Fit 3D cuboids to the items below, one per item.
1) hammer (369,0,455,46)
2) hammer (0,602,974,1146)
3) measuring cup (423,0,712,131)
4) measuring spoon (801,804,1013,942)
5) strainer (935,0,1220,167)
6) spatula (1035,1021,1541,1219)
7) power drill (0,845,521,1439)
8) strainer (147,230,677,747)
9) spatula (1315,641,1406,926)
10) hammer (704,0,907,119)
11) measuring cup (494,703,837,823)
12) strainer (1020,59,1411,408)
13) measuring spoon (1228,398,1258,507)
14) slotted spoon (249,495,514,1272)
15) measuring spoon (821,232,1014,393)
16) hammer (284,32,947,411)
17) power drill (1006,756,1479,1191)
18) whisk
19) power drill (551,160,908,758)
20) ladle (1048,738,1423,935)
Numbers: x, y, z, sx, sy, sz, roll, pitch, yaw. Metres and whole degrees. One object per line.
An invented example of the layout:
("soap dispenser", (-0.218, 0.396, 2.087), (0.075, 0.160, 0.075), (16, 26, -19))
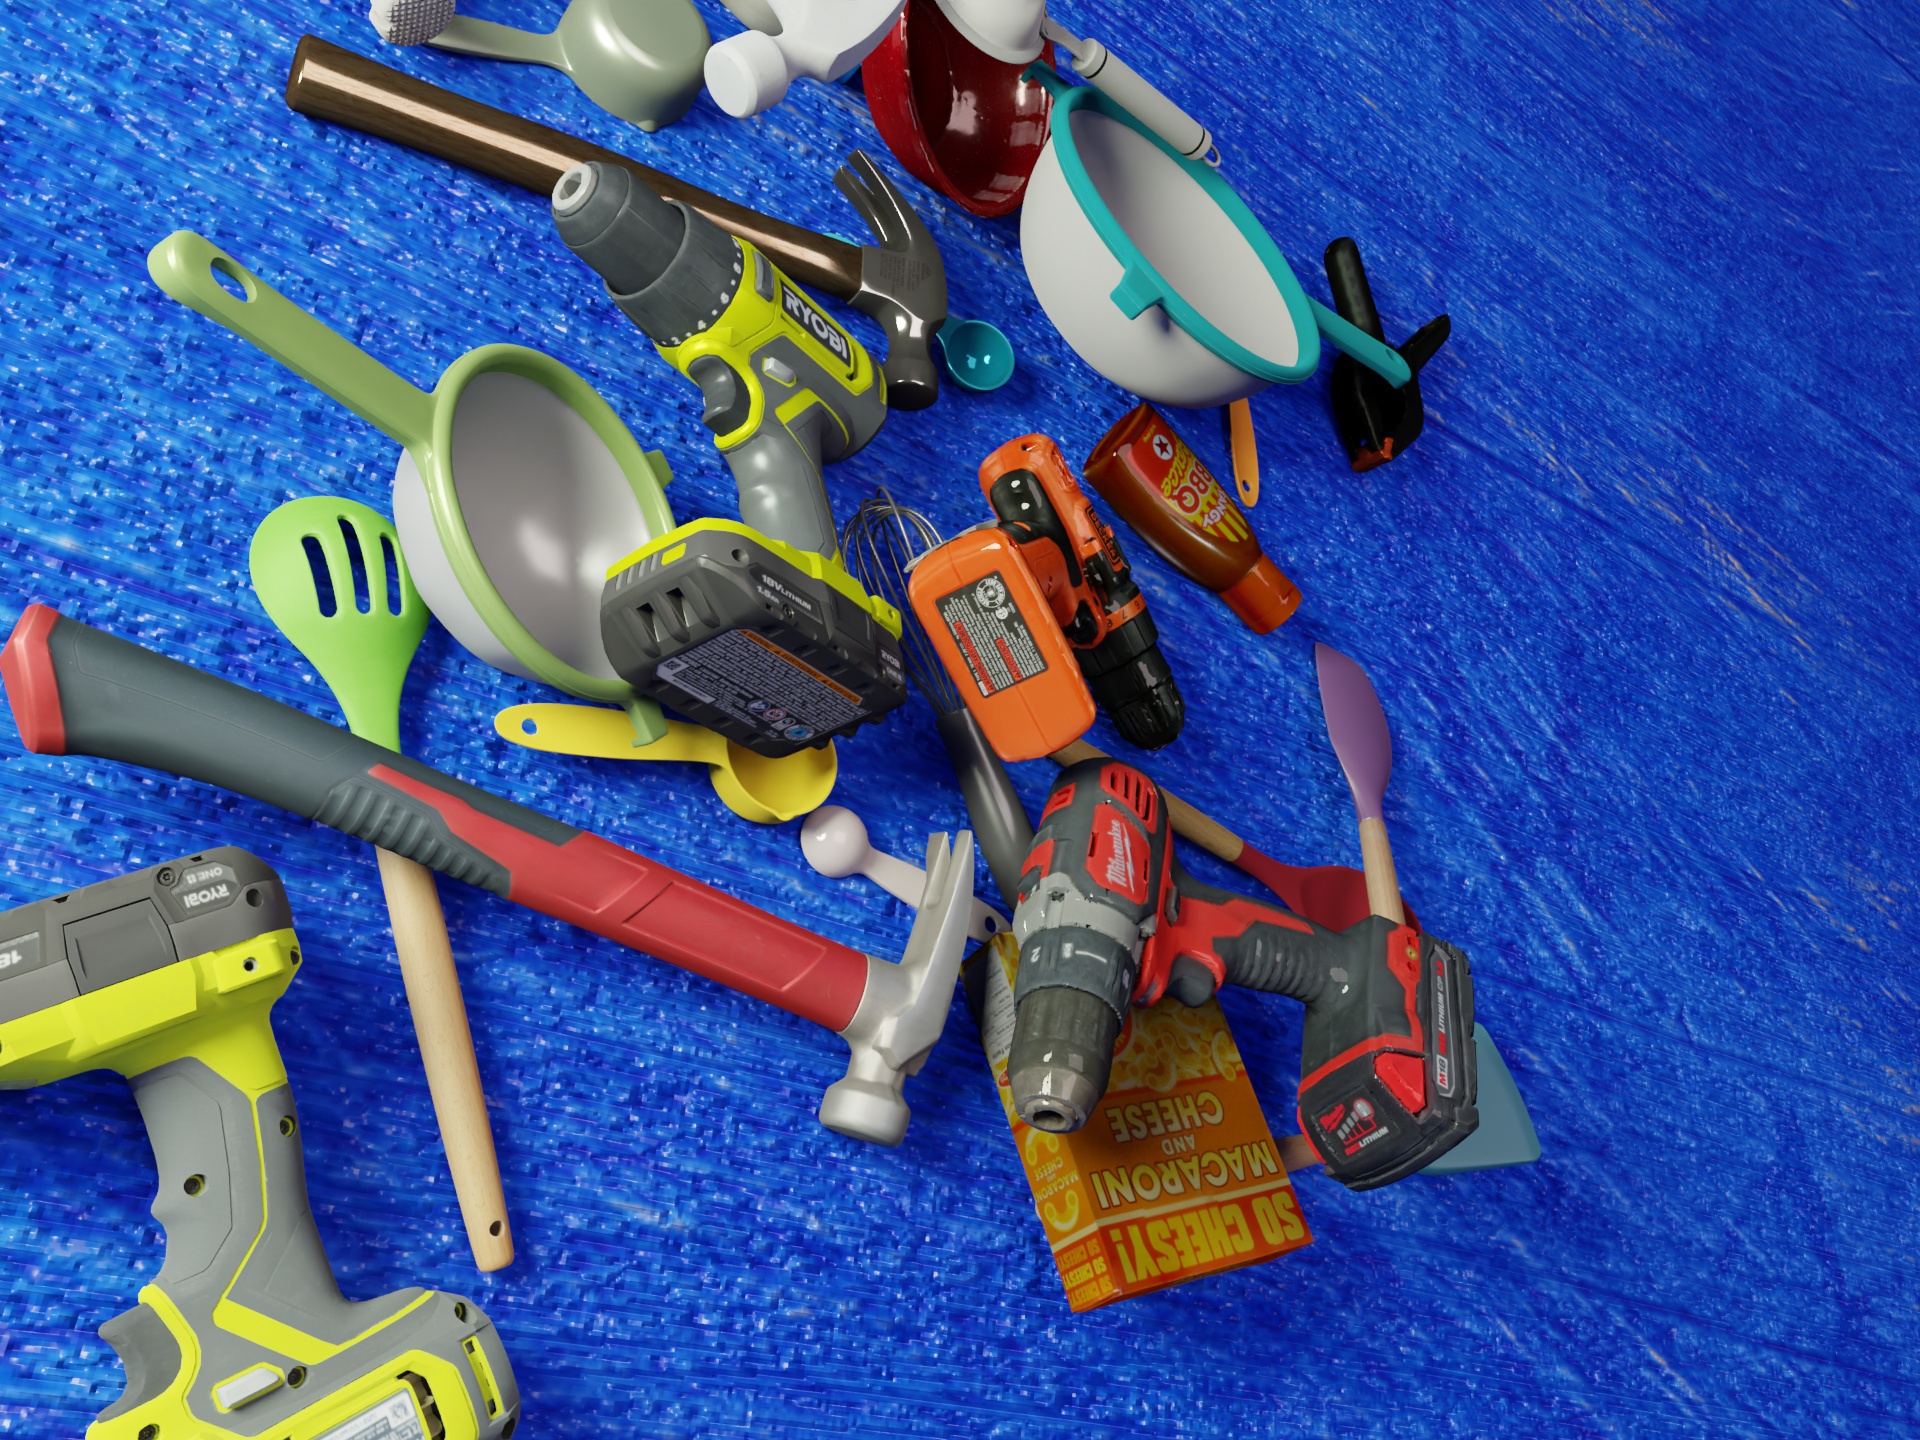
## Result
("hammer", (-0.144, -0.456, 0.818), (0.410, 0.038, 0.146), (-30, 82, -30))
("hammer", (-0.156, 0.041, 0.614), (0.386, 0.038, 0.143), (29, 66, -30))
("measuring cup", (-0.197, -0.341, 0.783), (0.167, 0.038, 0.083), (-10, 77, -41))
("measuring spoon", (-0.020, 0.075, 0.751), (0.124, 0.018, 0.034), (31, 55, -23))
("strainer", (0.066, -0.369, 0.869), (0.258, 0.050, 0.087), (19, 62, -42))
("spatula", (0.171, 0.218, 0.815), (0.317, 0.044, 0.082), (-1, 60, -35))
("power drill", (-0.257, 0.167, 0.501), (0.171, 0.080, 0.223), (-20, 87, -40))
("strainer", (-0.208, -0.092, 0.609), (0.256, 0.069, 0.152), (38, 40, -51))
("spatula", (0.239, 0.082, 0.905), (0.059, 0.018, 0.316), (25, 46, -26))
("hammer", (-0.183, -0.461, 0.763), (0.405, 0.035, 0.144), (48, 59, 4))
("measuring cup", (-0.128, 0.013, 0.693), (0.156, 0.029, 0.062), (8, 67, -31))
("strainer", (0.151, -0.244, 0.968), (0.340, 0.095, 0.211), (14, 49, -43))
("measuring spoon", (0.176, -0.189, 1.015), (0.021, 0.011, 0.117), (7, 70, -34))
("slotted spoon", (-0.213, 0.054, 0.614), (0.070, 0.031, 0.314), (-7, 77, -42))
("measuring spoon", (-0.028, -0.224, 0.877), (0.128, 0.021, 0.042), (35, 66, -9))
("hammer", (-0.152, -0.257, 0.778), (0.331, 0.031, 0.130), (13, 68, -30))
("power drill", (0.123, 0.134, 0.728), (0.226, 0.080, 0.188), (28, 44, -13))
("whisk", (0.000, -0.003, 0.782), (0.055, 0.055, 0.239), (-21, 88, -40))
("power drill", (-0.100, -0.116, 0.687), (0.190, 0.080, 0.229), (33, 41, -49))
("ladle", (0.130, 0.060, 0.863), (0.315, 0.031, 0.069), (31, 48, -20))
